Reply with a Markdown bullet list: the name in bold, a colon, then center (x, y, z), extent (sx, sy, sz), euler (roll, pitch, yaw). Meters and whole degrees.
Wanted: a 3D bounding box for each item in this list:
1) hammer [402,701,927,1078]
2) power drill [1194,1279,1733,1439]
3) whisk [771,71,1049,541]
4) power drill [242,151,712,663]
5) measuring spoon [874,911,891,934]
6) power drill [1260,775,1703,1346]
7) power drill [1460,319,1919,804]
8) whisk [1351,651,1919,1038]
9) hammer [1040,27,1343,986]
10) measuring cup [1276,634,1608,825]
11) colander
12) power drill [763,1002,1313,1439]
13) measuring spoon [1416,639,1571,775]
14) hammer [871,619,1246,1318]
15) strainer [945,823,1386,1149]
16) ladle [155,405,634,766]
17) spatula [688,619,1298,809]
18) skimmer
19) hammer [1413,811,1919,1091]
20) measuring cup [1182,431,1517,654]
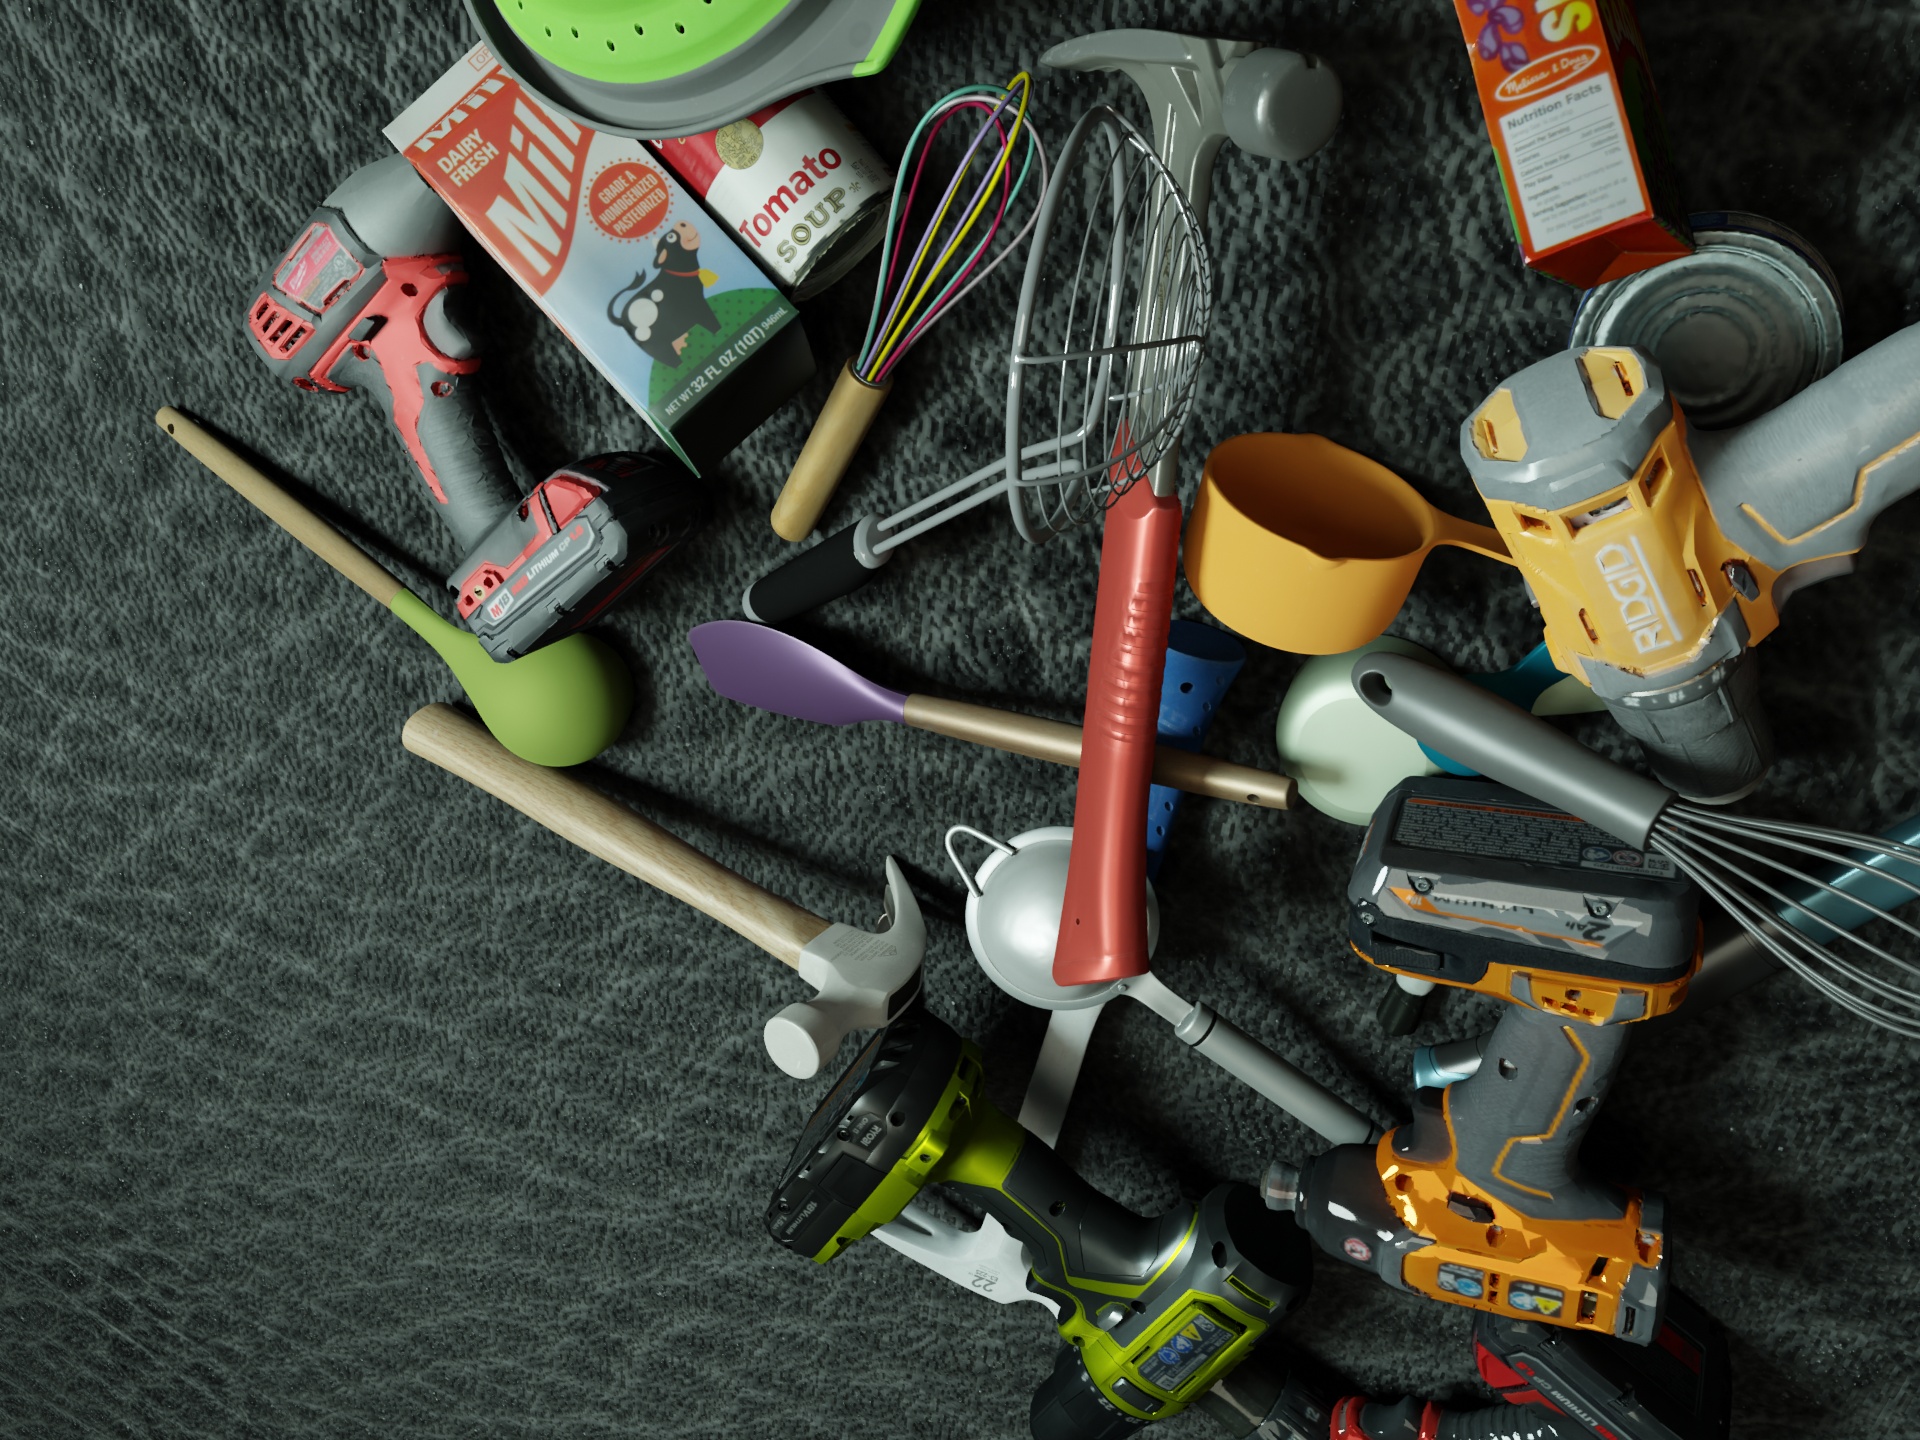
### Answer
- **hammer**: center (-0.159, 0.064, 0.805), extent (0.331, 0.130, 0.031), euler (25, 124, 26)
- **power drill**: center (0.222, 0.321, 0.757), extent (0.188, 0.080, 0.226), euler (38, 128, 5)
- **whisk**: center (-0.030, -0.154, 0.641), extent (0.245, 0.051, 0.047), euler (-53, 54, 45)
- **power drill**: center (-0.224, -0.150, 0.737), extent (0.143, 0.078, 0.219), euler (-36, 92, 28)
- **measuring spoon**: center (-0.033, 0.155, 0.838), extent (0.034, 0.018, 0.124), euler (4, 110, 15)
- **power drill**: center (0.201, 0.139, 0.629), extent (0.164, 0.084, 0.226), euler (6, 119, 22)
- **power drill**: center (0.294, -0.065, 0.493), extent (0.226, 0.084, 0.185), euler (-22, 127, 25)
- **whisk**: center (0.231, 0.031, 0.527), extent (0.239, 0.055, 0.055), euler (32, 128, 35)
- **hammer**: center (0.062, -0.062, 0.593), extent (0.149, 0.036, 0.358), euler (-136, 44, -56)
- **measuring cup**: center (0.203, 0.000, 0.621), extent (0.167, 0.038, 0.083), euler (-10, 110, 32)
- **colander**: center (-0.184, -0.350, 0.573), extent (0.397, 0.094, 0.204), euler (27, 100, 22)
- **power drill**: center (0.027, 0.257, 0.766), extent (0.228, 0.080, 0.190), euler (33, 120, -4)
- **measuring spoon**: center (0.222, -0.020, 0.578), extent (0.042, 0.021, 0.128), euler (40, 118, -17)
- **hammer**: center (0.051, 0.135, 0.762), extent (0.144, 0.035, 0.405), euler (18, 120, 7)
- **strainer**: center (0.098, 0.129, 0.703), extent (0.258, 0.050, 0.087), euler (35, 106, -8)
- **ladle**: center (-0.305, -0.081, 0.843), extent (0.320, 0.062, 0.078), euler (36, 120, 15)
- **spatula**: center (-0.001, -0.002, 0.703), extent (0.316, 0.018, 0.059), euler (13, 139, 32)
- **skimmer**: center (-0.028, -0.095, 0.588), extent (0.090, 0.127, 0.363), euler (25, 160, -24)
- **hammer**: center (0.308, 0.082, 0.615), extent (0.128, 0.033, 0.331), euler (48, 126, -1)
- **measuring cup**: center (0.168, -0.053, 0.599), extent (0.173, 0.095, 0.052), euler (15, 128, -2)
